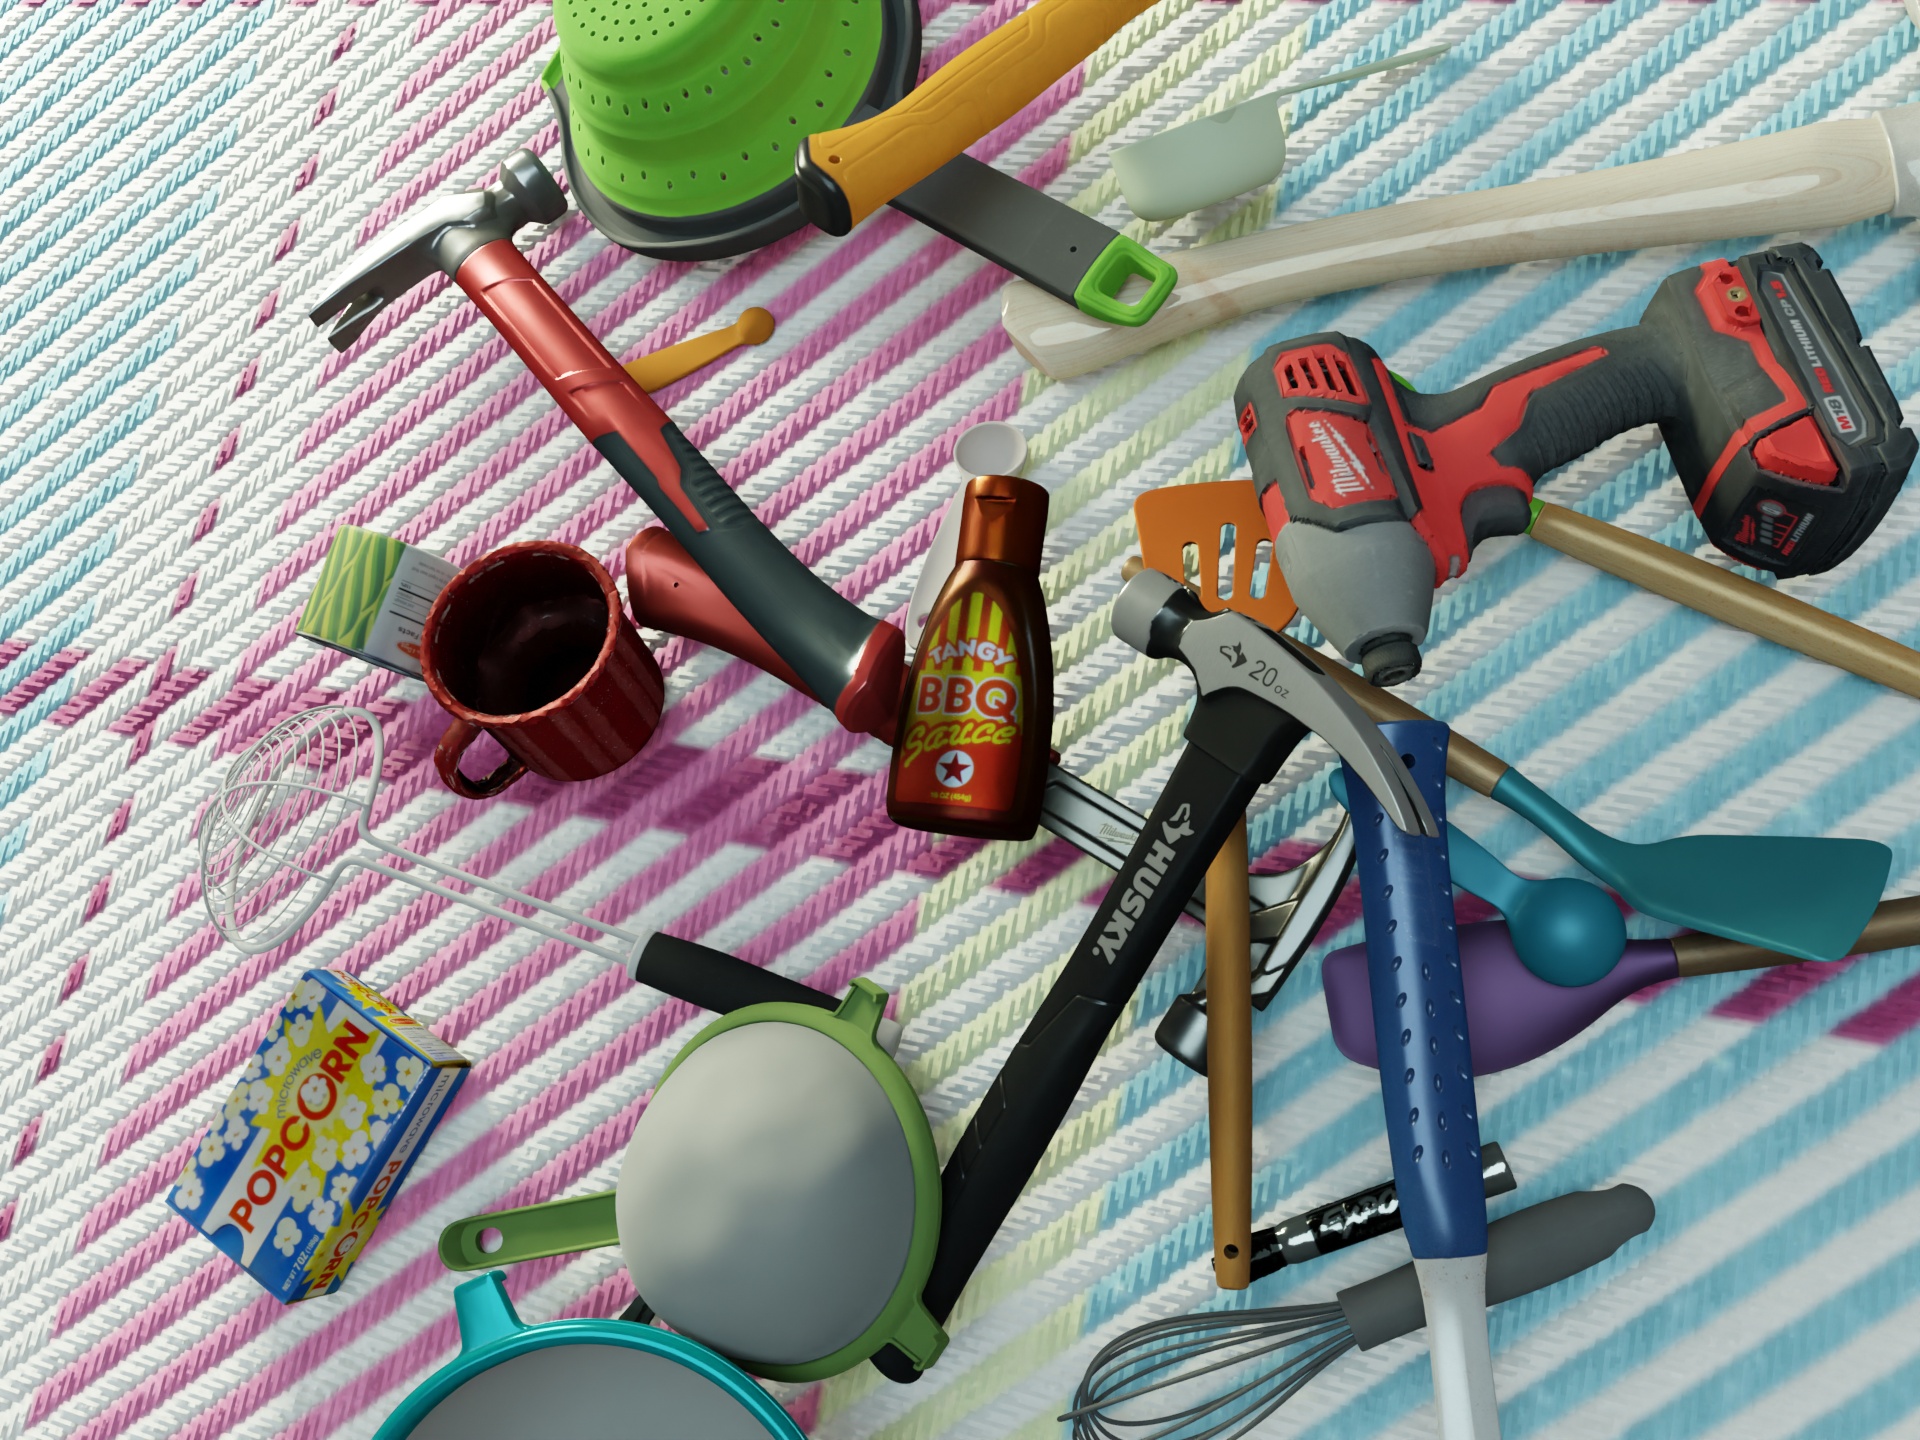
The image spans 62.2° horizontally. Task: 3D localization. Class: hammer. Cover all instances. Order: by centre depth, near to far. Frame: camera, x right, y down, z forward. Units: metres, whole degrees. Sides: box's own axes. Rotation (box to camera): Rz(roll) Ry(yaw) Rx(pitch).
[{"bbox_3d":[0.169,0.202,0.565,0.144,0.035,0.406,-4,78,4],"label":"hammer"},{"bbox_3d":[0.049,0.119,0.615,0.146,0.035,0.334,36,105,33],"label":"hammer"},{"bbox_3d":[0.219,-0.220,0.690,0.410,0.038,0.146,-7,74,15],"label":"hammer"},{"bbox_3d":[0.066,-0.309,0.697,0.337,0.034,0.127,-41,69,-18],"label":"hammer"},{"bbox_3d":[-0.001,-0.002,0.703,0.359,0.036,0.149,31,87,20],"label":"hammer"},{"bbox_3d":[-0.164,-0.123,0.744,0.143,0.038,0.387,-39,64,-7],"label":"hammer"}]

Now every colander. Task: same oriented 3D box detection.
[{"bbox_3d":[-0.069,-0.294,0.739,0.397,0.094,0.204,36,88,26],"label":"colander"}]

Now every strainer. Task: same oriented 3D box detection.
[{"bbox_3d":[-0.158,0.397,0.620,0.211,0.095,0.340,21,85,10],"label":"strainer"},{"bbox_3d":[-0.133,0.203,0.652,0.256,0.069,0.151,-17,75,24],"label":"strainer"}]

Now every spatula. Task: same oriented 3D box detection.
[{"bbox_3d":[0.299,0.088,0.604,0.316,0.018,0.060,-13,74,14],"label":"spatula"},{"bbox_3d":[0.107,0.055,0.630,0.081,0.041,0.323,-1,81,14],"label":"spatula"},{"bbox_3d":[0.198,0.002,0.638,0.318,0.044,0.082,33,45,23],"label":"spatula"}]

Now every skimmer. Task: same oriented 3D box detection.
[{"bbox_3d":[-0.196,0.091,0.741,0.363,0.090,0.127,19,76,9],"label":"skimmer"}]

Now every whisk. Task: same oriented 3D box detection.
[{"bbox_3d":[0.148,0.225,0.601,0.239,0.055,0.055,-24,72,5],"label":"whisk"}]

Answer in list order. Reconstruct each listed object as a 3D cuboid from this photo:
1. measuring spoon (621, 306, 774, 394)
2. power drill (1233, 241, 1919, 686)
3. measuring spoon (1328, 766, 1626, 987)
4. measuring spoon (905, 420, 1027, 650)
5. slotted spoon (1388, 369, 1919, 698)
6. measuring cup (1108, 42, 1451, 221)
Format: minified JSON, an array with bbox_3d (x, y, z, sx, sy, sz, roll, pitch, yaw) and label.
[{"bbox_3d":[-0.148,-0.181,0.799,0.117,0.011,0.021,-21,73,11],"label":"measuring spoon"},{"bbox_3d":[0.226,-0.094,0.607,0.219,0.078,0.143,-11,64,2],"label":"power drill"},{"bbox_3d":[0.198,0.056,0.612,0.129,0.021,0.042,35,88,12],"label":"measuring spoon"},{"bbox_3d":[0.001,-0.082,0.716,0.034,0.018,0.124,13,65,16],"label":"measuring spoon"},{"bbox_3d":[0.261,-0.074,0.649,0.314,0.031,0.070,28,82,19],"label":"slotted spoon"},{"bbox_3d":[0.149,-0.265,0.715,0.167,0.083,0.038,-20,107,-8],"label":"measuring cup"}]
